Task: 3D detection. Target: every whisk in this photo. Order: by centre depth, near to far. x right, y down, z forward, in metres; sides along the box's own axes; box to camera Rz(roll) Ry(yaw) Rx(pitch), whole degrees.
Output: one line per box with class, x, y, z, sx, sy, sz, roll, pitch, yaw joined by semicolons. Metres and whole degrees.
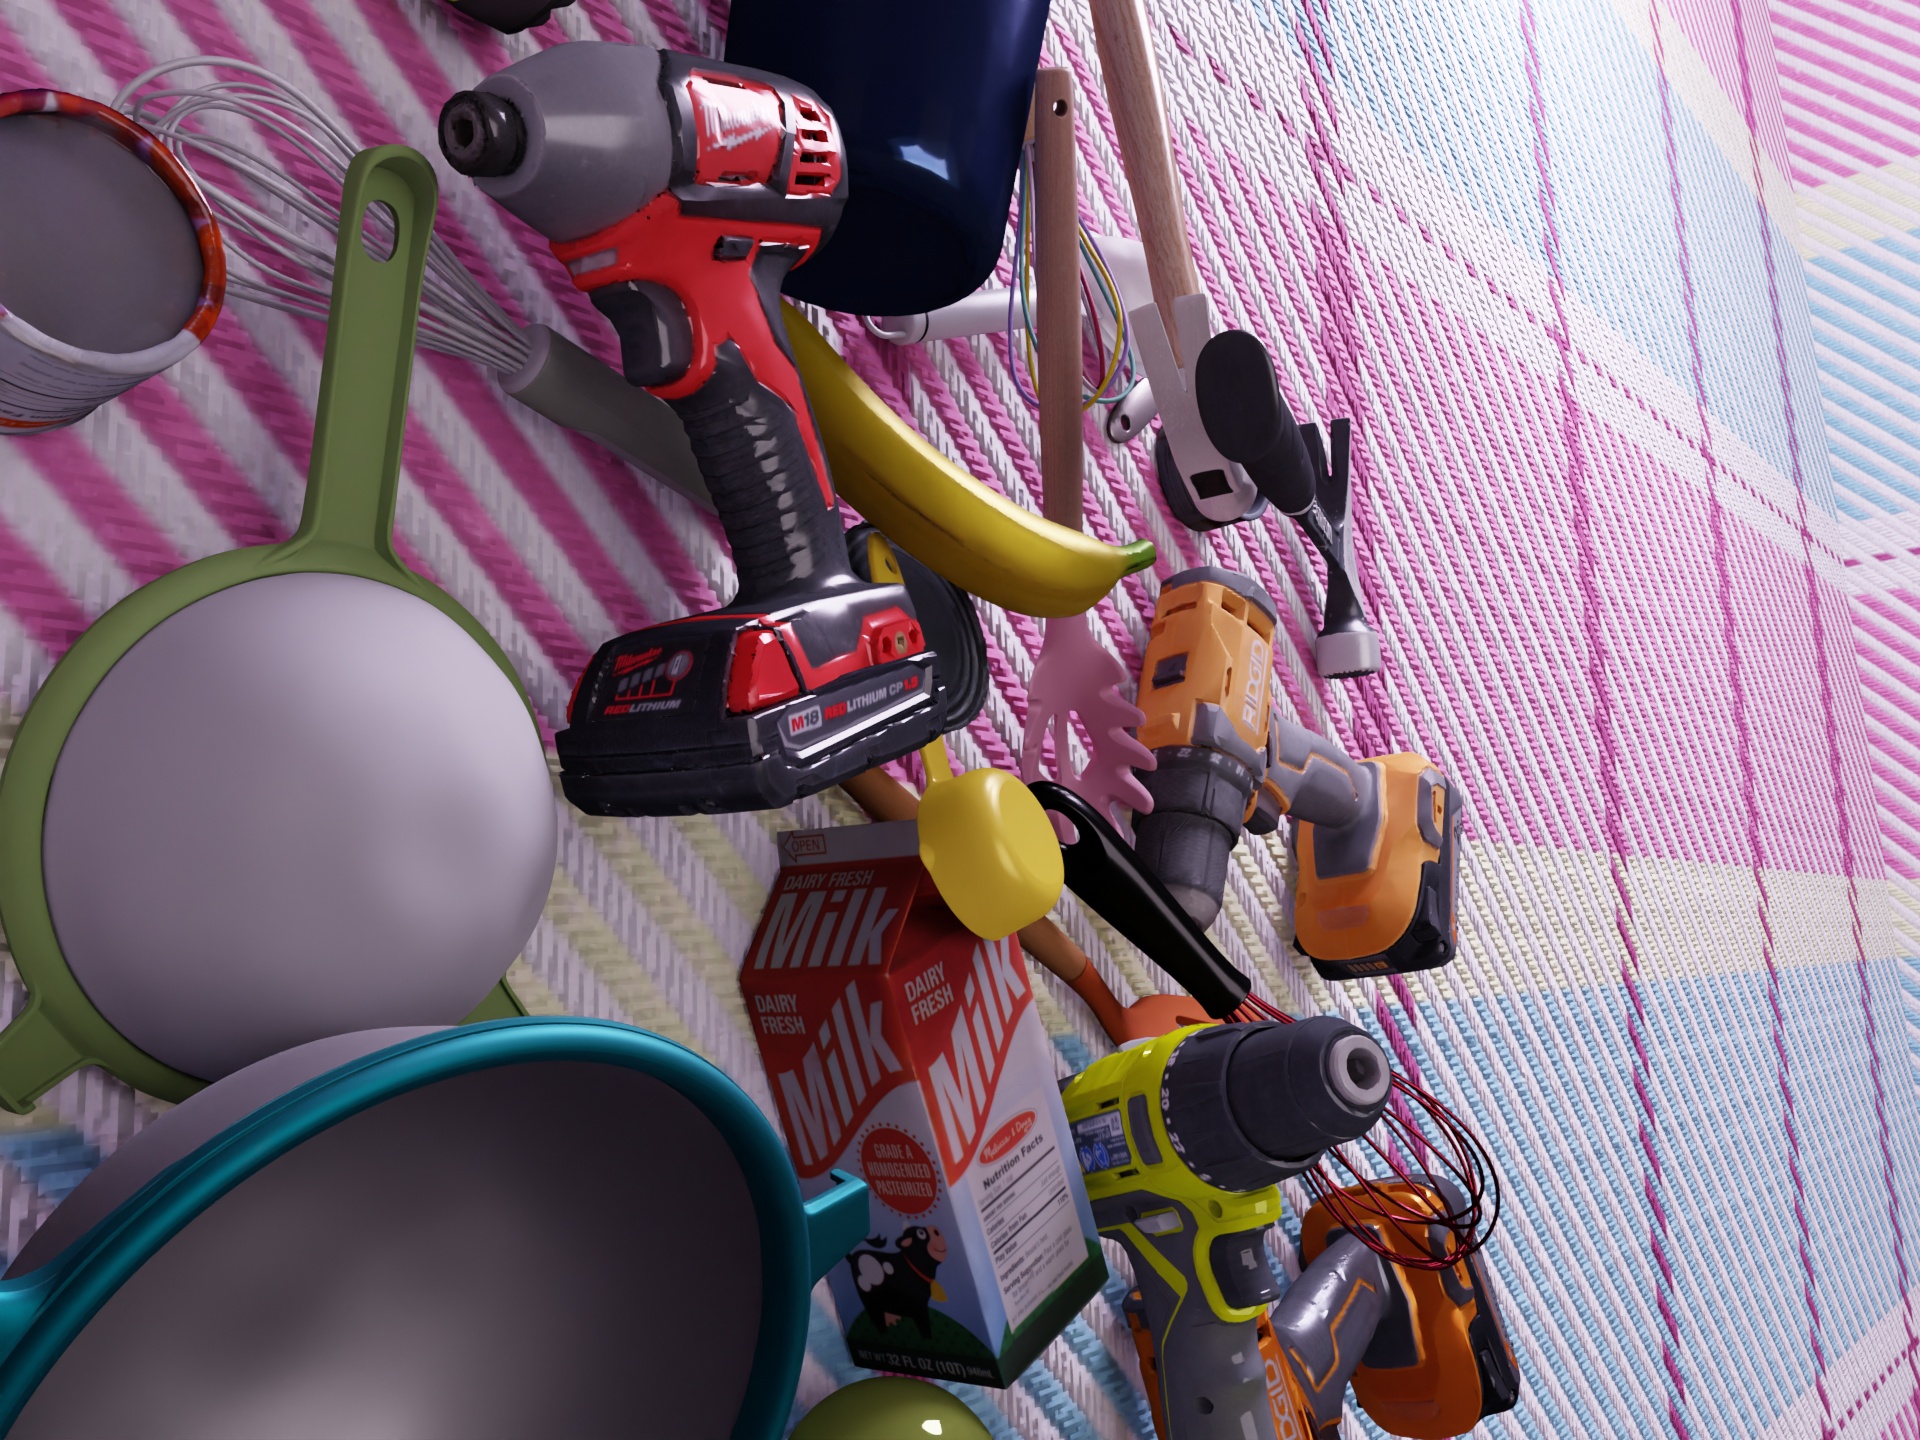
whisk;-0.142;-0.115;0.491;0.246;0.058;0.059;29;95;-47
whisk;0.128;0.132;0.679;0.295;0.073;0.073;46;47;-10
whisk;0.039;-0.234;0.695;0.051;0.047;0.245;-1;63;-13

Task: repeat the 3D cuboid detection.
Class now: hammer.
hammer;0.082;-0.261;0.710;0.130;0.031;0.331;24;56;-73
hammer;0.161;-0.111;0.751;0.408;0.036;0.149;12;73;-71

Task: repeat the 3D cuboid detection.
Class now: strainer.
strainer;-0.176;0.123;0.327;0.340;0.095;0.211;44;71;-44
strainer;-0.145;-0.022;0.404;0.151;0.069;0.256;8;89;-50
strainer;0.045;-0.193;0.736;0.258;0.050;0.087;-23;84;-47

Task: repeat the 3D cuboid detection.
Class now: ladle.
ladle;0.038;0.316;0.606;0.319;0.078;0.062;47;34;-42

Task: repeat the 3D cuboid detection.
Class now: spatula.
spatula;0.041;0.087;0.668;0.322;0.041;0.081;44;27;-34

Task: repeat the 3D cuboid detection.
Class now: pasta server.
pasta server;0.044;-0.091;0.637;0.060;0.040;0.316;-11;117;-17

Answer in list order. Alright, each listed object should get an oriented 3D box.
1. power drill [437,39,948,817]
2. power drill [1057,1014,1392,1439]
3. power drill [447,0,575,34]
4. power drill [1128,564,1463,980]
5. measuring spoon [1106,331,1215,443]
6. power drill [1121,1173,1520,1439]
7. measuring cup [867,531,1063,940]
power drill;-0.079;-0.088;0.477;0.143;0.078;0.219;-22;105;-57
power drill;0.108;0.221;0.567;0.080;0.190;0.229;-5;71;-30
power drill;-0.199;-0.302;0.433;0.223;0.080;0.171;9;76;-46
power drill;0.163;0.055;0.791;0.226;0.084;0.185;38;52;-35
measuring spoon;0.108;-0.174;0.824;0.124;0.018;0.034;-48;119;-44
power drill;0.173;0.312;0.736;0.226;0.084;0.164;-5;75;-49
measuring cup;-0.001;-0.002;0.553;0.062;0.029;0.157;17;53;-59
